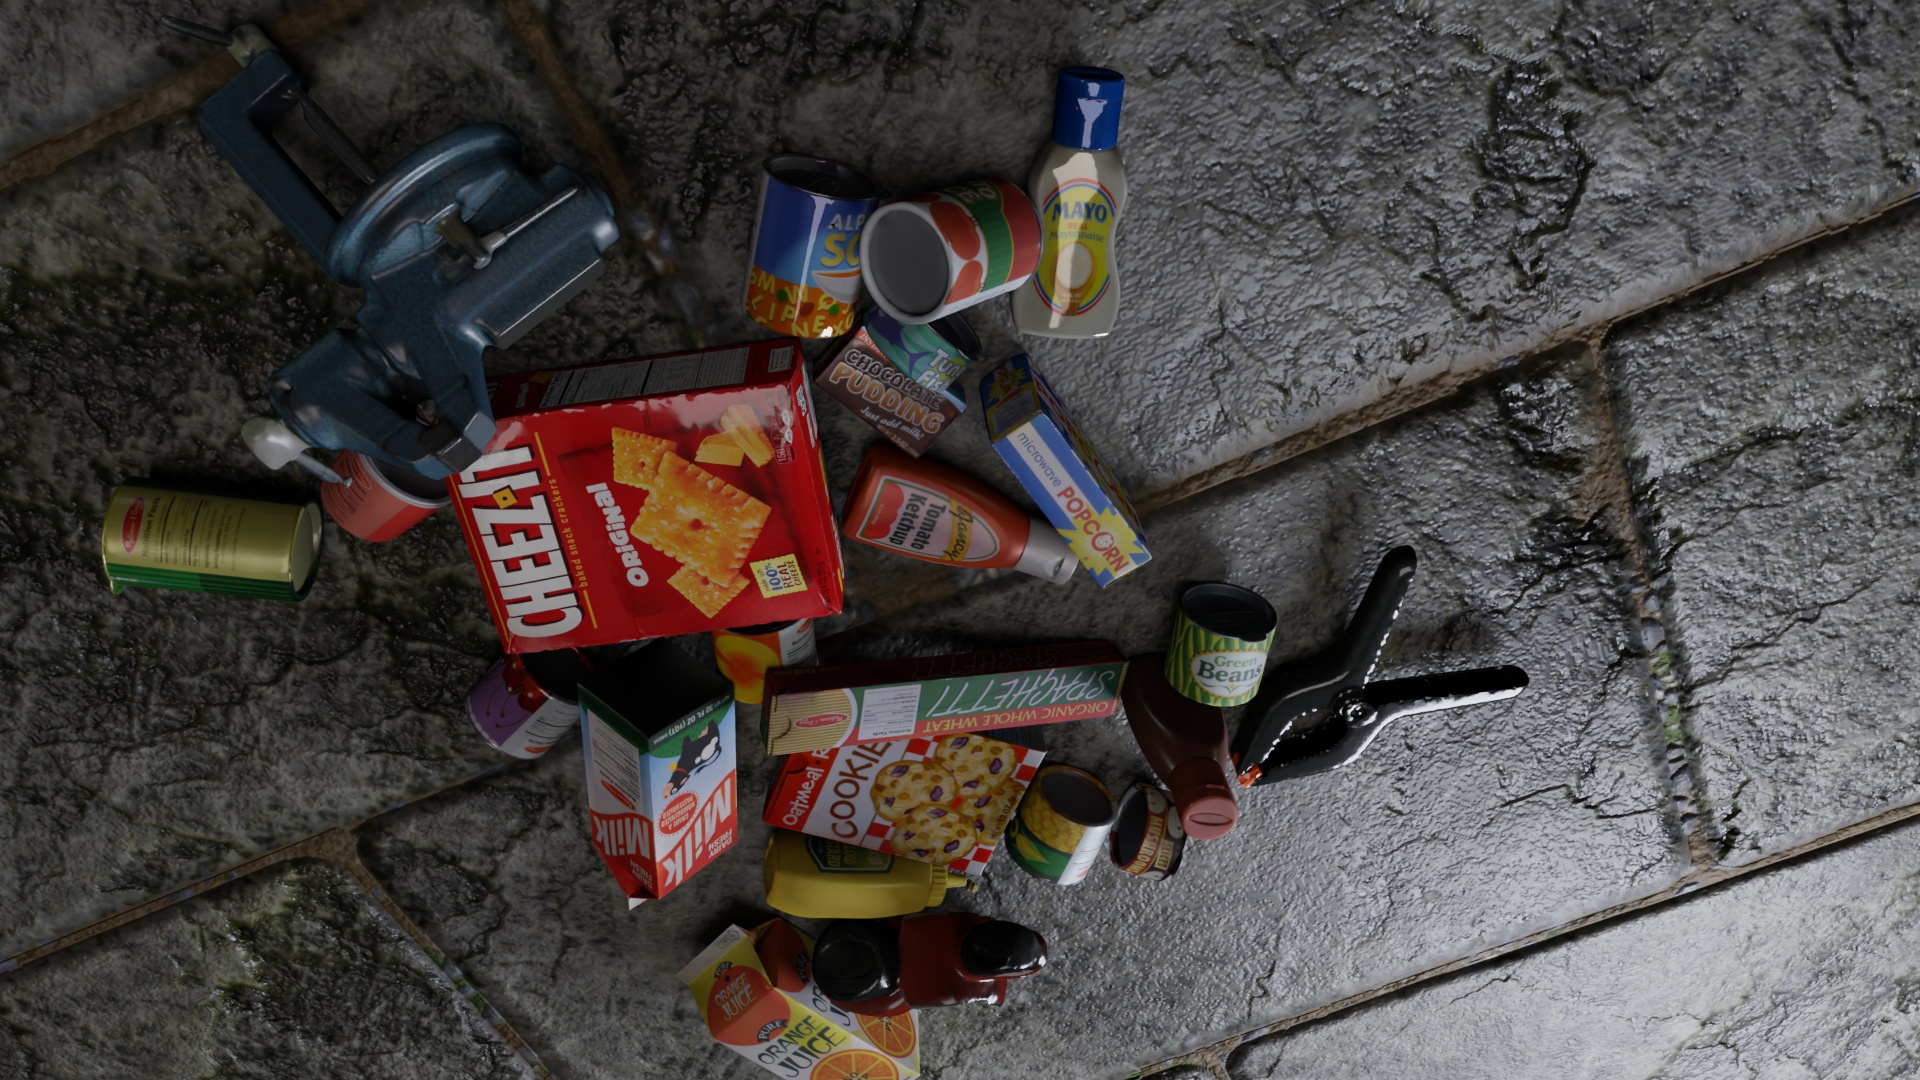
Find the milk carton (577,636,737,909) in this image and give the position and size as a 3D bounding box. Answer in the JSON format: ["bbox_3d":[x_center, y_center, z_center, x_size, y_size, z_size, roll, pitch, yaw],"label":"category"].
[{"bbox_3d":[-0.200,0.167,0.931,0.073,0.073,0.189,29,131,29],"label":"milk carton"}]

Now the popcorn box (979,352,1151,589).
[{"bbox_3d":[0.063,-0.043,0.844,0.038,0.085,0.126,-32,118,13],"label":"popcorn box"}]

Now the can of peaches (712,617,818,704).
[{"bbox_3d":[-0.129,0.065,0.903,0.071,0.071,0.057,-4,121,-2],"label":"can of peaches"}]

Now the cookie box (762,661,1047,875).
[{"bbox_3d":[-0.041,0.164,0.983,0.167,0.040,0.122,17,117,-14],"label":"cookie box"}]

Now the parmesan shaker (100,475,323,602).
[{"bbox_3d":[-0.447,0.003,0.836,0.103,0.071,0.071,7,120,-10],"label":"parmesan shaker"}]

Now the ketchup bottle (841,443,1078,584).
[{"bbox_3d":[0.003,-0.011,0.883,0.149,0.044,0.064,18,121,-15],"label":"ketchup bottle"}]

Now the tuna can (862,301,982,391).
[{"bbox_3d":[-0.021,-0.118,0.802,0.071,0.071,0.032,36,113,-23],"label":"tuna can"}]

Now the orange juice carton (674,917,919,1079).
[{"bbox_3d":[-0.124,0.361,1.072,0.192,0.073,0.071,40,110,-23],"label":"orange juice carton"}]

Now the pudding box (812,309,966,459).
[{"bbox_3d":[-0.042,-0.094,0.837,0.083,0.030,0.049,37,110,-23],"label":"pudding box"}]

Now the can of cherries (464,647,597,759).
[{"bbox_3d":[-0.281,0.098,0.910,0.071,0.072,0.058,37,111,-23],"label":"can of cherries"}]

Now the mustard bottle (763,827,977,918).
[{"bbox_3d":[-0.062,0.244,1.018,0.160,0.065,0.048,8,120,-18],"label":"mustard bottle"}]

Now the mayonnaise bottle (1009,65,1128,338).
[{"bbox_3d":[0.065,-0.189,0.785,0.065,0.041,0.147,2,121,-4],"label":"mayonnaise bottle"}]

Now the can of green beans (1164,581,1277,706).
[{"bbox_3d":[0.173,0.069,0.931,0.071,0.071,0.057,3,120,-7],"label":"can of green beans"}]

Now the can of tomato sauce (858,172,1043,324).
[{"bbox_3d":[-0.006,-0.161,0.758,0.071,0.083,0.071,17,120,32],"label":"can of tomato sauce"}]

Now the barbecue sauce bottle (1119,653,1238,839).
[{"bbox_3d":[0.148,0.134,0.918,0.065,0.149,0.043,9,119,-10],"label":"barbecue sauce bottle"}]

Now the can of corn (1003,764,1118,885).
[{"bbox_3d":[0.071,0.203,1.002,0.071,0.071,0.058,17,117,-14],"label":"can of corn"}]

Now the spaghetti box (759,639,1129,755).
[{"bbox_3d":[-0.008,0.102,0.917,0.251,0.029,0.050,-3,122,-23],"label":"spaghetti box"}]

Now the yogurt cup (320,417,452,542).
[{"bbox_3d":[-0.341,-0.035,0.827,0.053,0.073,0.072,-36,117,24],"label":"yogurt cup"}]

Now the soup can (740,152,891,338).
[{"bbox_3d":[-0.081,-0.162,0.772,0.071,0.072,0.083,9,120,-10],"label":"soup can"}]

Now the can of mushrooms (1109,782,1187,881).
[{"bbox_3d":[0.137,0.213,1.009,0.033,0.071,0.070,19,117,-14],"label":"can of mushrooms"}]
